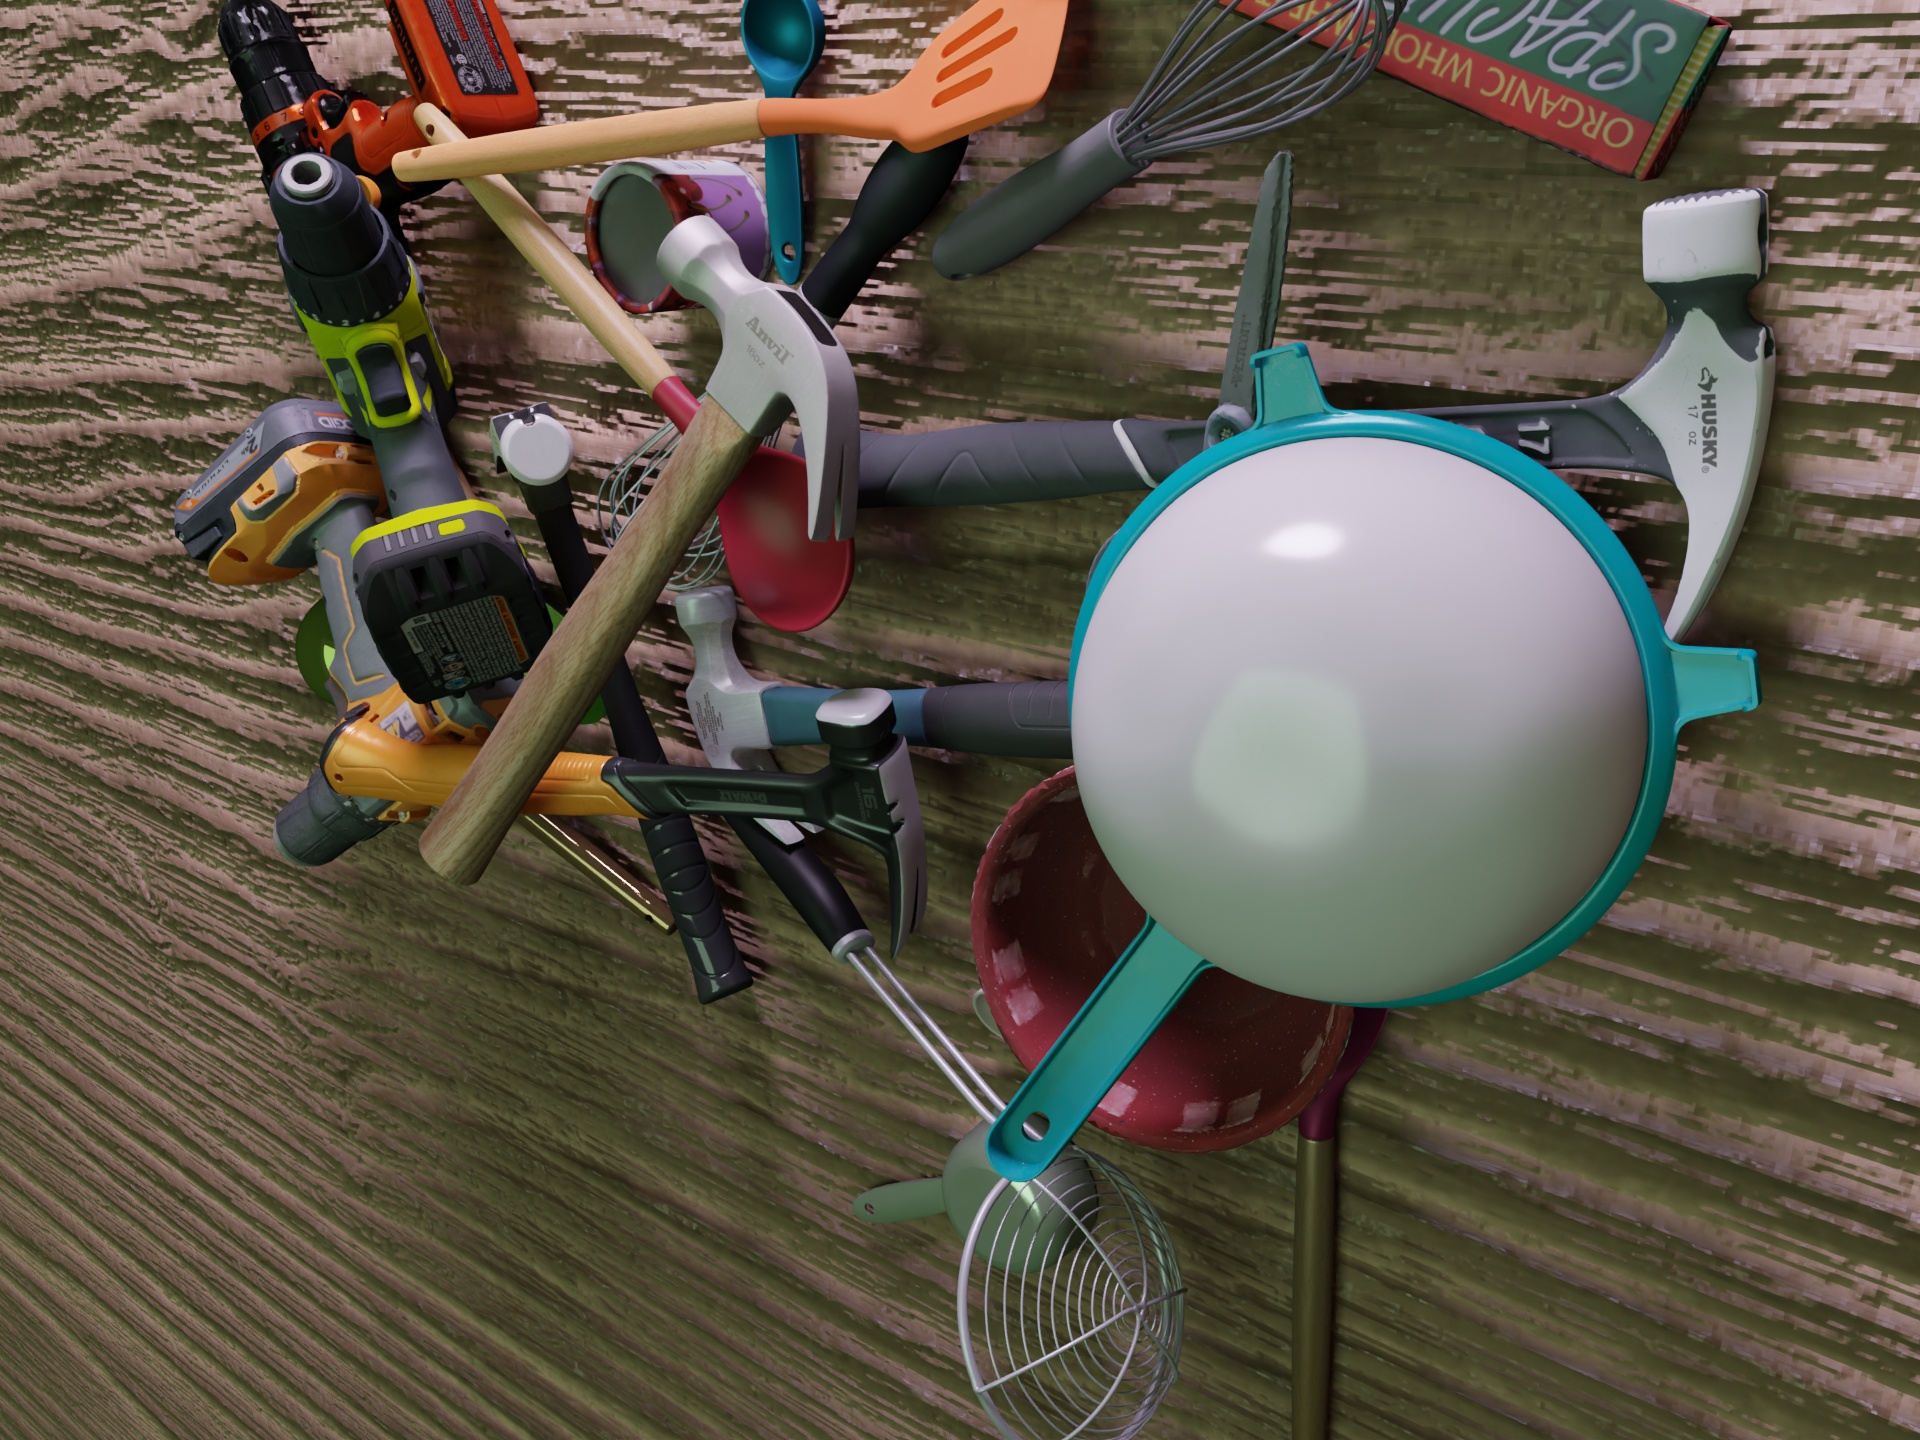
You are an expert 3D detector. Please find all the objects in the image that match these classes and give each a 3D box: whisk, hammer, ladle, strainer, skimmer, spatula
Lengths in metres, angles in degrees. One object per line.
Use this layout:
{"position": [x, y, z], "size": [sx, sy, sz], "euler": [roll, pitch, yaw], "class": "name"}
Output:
{"position": [0.058, -0.206, 0.568], "size": [0.239, 0.055, 0.055], "euler": [-14, 97, 54], "class": "whisk"}
{"position": [-0.084, -0.160, 0.714], "size": [0.070, 0.070, 0.284], "euler": [52, 125, 12], "class": "whisk"}
{"position": [-0.174, 0.038, 0.774], "size": [0.337, 0.034, 0.127], "euler": [4, 120, 24], "class": "hammer"}
{"position": [-0.282, 0.025, 0.953], "size": [0.320, 0.062, 0.078], "euler": [35, 127, 16], "class": "ladle"}
{"position": [0.085, 0.056, 0.545], "size": [0.211, 0.095, 0.340], "euler": [39, 115, 15], "class": "strainer"}
{"position": [-0.027, 0.169, 0.748], "size": [0.364, 0.127, 0.090], "euler": [46, 124, 33], "class": "skimmer"}
{"position": [-0.173, 0.000, 0.828], "size": [0.146, 0.035, 0.334], "euler": [-146, 38, -67], "class": "hammer"}
{"position": [-0.106, -0.252, 0.655], "size": [0.322, 0.041, 0.081], "euler": [1, 66, 21], "class": "spatula"}
{"position": [-0.001, -0.002, 0.718], "size": [0.331, 0.033, 0.128], "euler": [1, 106, 38], "class": "hammer"}
{"position": [-0.148, -0.164, 0.703], "size": [0.315, 0.031, 0.069], "euler": [49, 117, 11], "class": "ladle"}
{"position": [-0.153, -0.044, 0.695], "size": [0.130, 0.031, 0.331], "euler": [47, 117, 15], "class": "hammer"}
{"position": [0.088, -0.099, 0.613], "size": [0.409, 0.036, 0.149], "euler": [4, 109, 38], "class": "hammer"}

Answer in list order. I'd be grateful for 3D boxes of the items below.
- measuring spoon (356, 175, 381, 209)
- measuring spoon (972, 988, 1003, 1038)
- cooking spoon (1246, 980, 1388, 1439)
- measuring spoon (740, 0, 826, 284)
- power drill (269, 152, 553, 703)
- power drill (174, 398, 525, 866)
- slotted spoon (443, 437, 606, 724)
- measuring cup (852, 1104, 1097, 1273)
{"position": [-0.325, -0.246, 0.837], "size": [0.021, 0.011, 0.117], "euler": [55, 138, 1], "class": "measuring spoon"}
{"position": [0.062, 0.152, 0.739], "size": [0.124, 0.018, 0.034], "euler": [22, 140, 24], "class": "measuring spoon"}
{"position": [0.152, 0.198, 0.680], "size": [0.069, 0.017, 0.318], "euler": [12, 113, 39], "class": "cooking spoon"}
{"position": [-0.072, -0.257, 0.698], "size": [0.042, 0.021, 0.128], "euler": [22, 128, 30], "class": "measuring spoon"}
{"position": [-0.275, -0.142, 0.780], "size": [0.190, 0.080, 0.229], "euler": [105, 145, -68], "class": "power drill"}
{"position": [-0.357, -0.042, 0.902], "size": [0.185, 0.084, 0.226], "euler": [-35, 79, 23], "class": "power drill"}
{"position": [-0.290, -0.132, 0.905], "size": [0.070, 0.031, 0.314], "euler": [-38, 80, 45], "class": "slotted spoon"}
{"position": [-0.007, 0.247, 0.808], "size": [0.167, 0.038, 0.083], "euler": [-23, 91, 39], "class": "measuring cup"}
